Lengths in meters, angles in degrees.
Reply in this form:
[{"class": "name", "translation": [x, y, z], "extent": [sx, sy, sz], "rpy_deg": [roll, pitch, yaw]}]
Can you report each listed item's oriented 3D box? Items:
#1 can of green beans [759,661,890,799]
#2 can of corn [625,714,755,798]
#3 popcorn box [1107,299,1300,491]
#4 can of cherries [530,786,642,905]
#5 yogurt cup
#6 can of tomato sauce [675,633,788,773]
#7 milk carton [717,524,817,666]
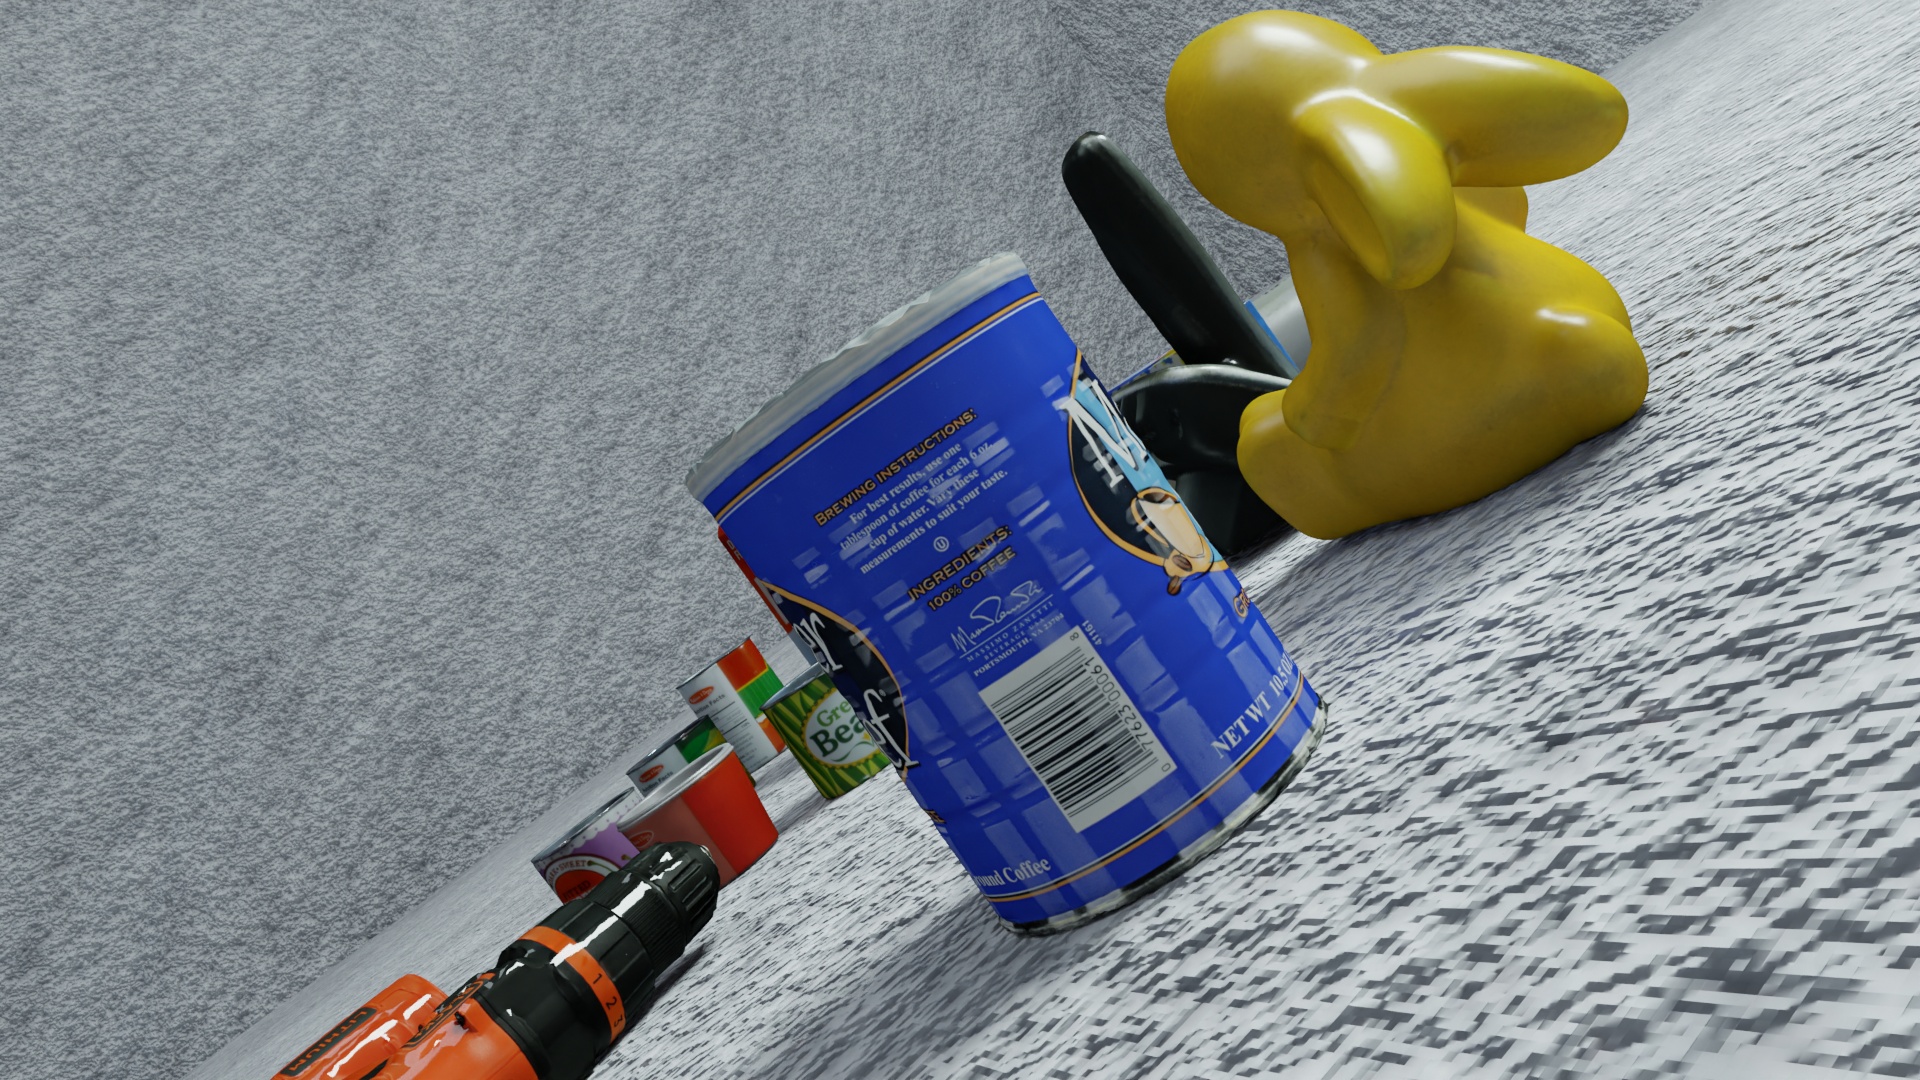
[{"class": "can of green beans", "translation": [-0.059, 0.090, 0.708], "extent": [0.071, 0.058, 0.071], "rpy_deg": [-35, 3, 2]}, {"class": "can of corn", "translation": [-0.179, 0.159, 0.935], "extent": [0.071, 0.058, 0.071], "rpy_deg": [-35, 3, 2]}, {"class": "popcorn box", "translation": [0.138, -0.069, 0.772], "extent": [0.038, 0.085, 0.126], "rpy_deg": [-37, 3, -26]}, {"class": "can of cherries", "translation": [-0.190, 0.178, 0.754], "extent": [0.071, 0.058, 0.071], "rpy_deg": [-35, 3, 2]}, {"class": "yogurt cup", "translation": [-0.127, 0.141, 0.685], "extent": [0.072, 0.054, 0.072], "rpy_deg": [-35, 3, 2]}, {"class": "can of tomato sauce", "translation": [-0.160, 0.123, 1.037], "extent": [0.071, 0.083, 0.071], "rpy_deg": [-35, 3, 2]}, {"class": "milk carton", "translation": [-0.080, 0.013, 0.864], "extent": [0.074, 0.190, 0.072], "rpy_deg": [-38, 4, -43]}]
